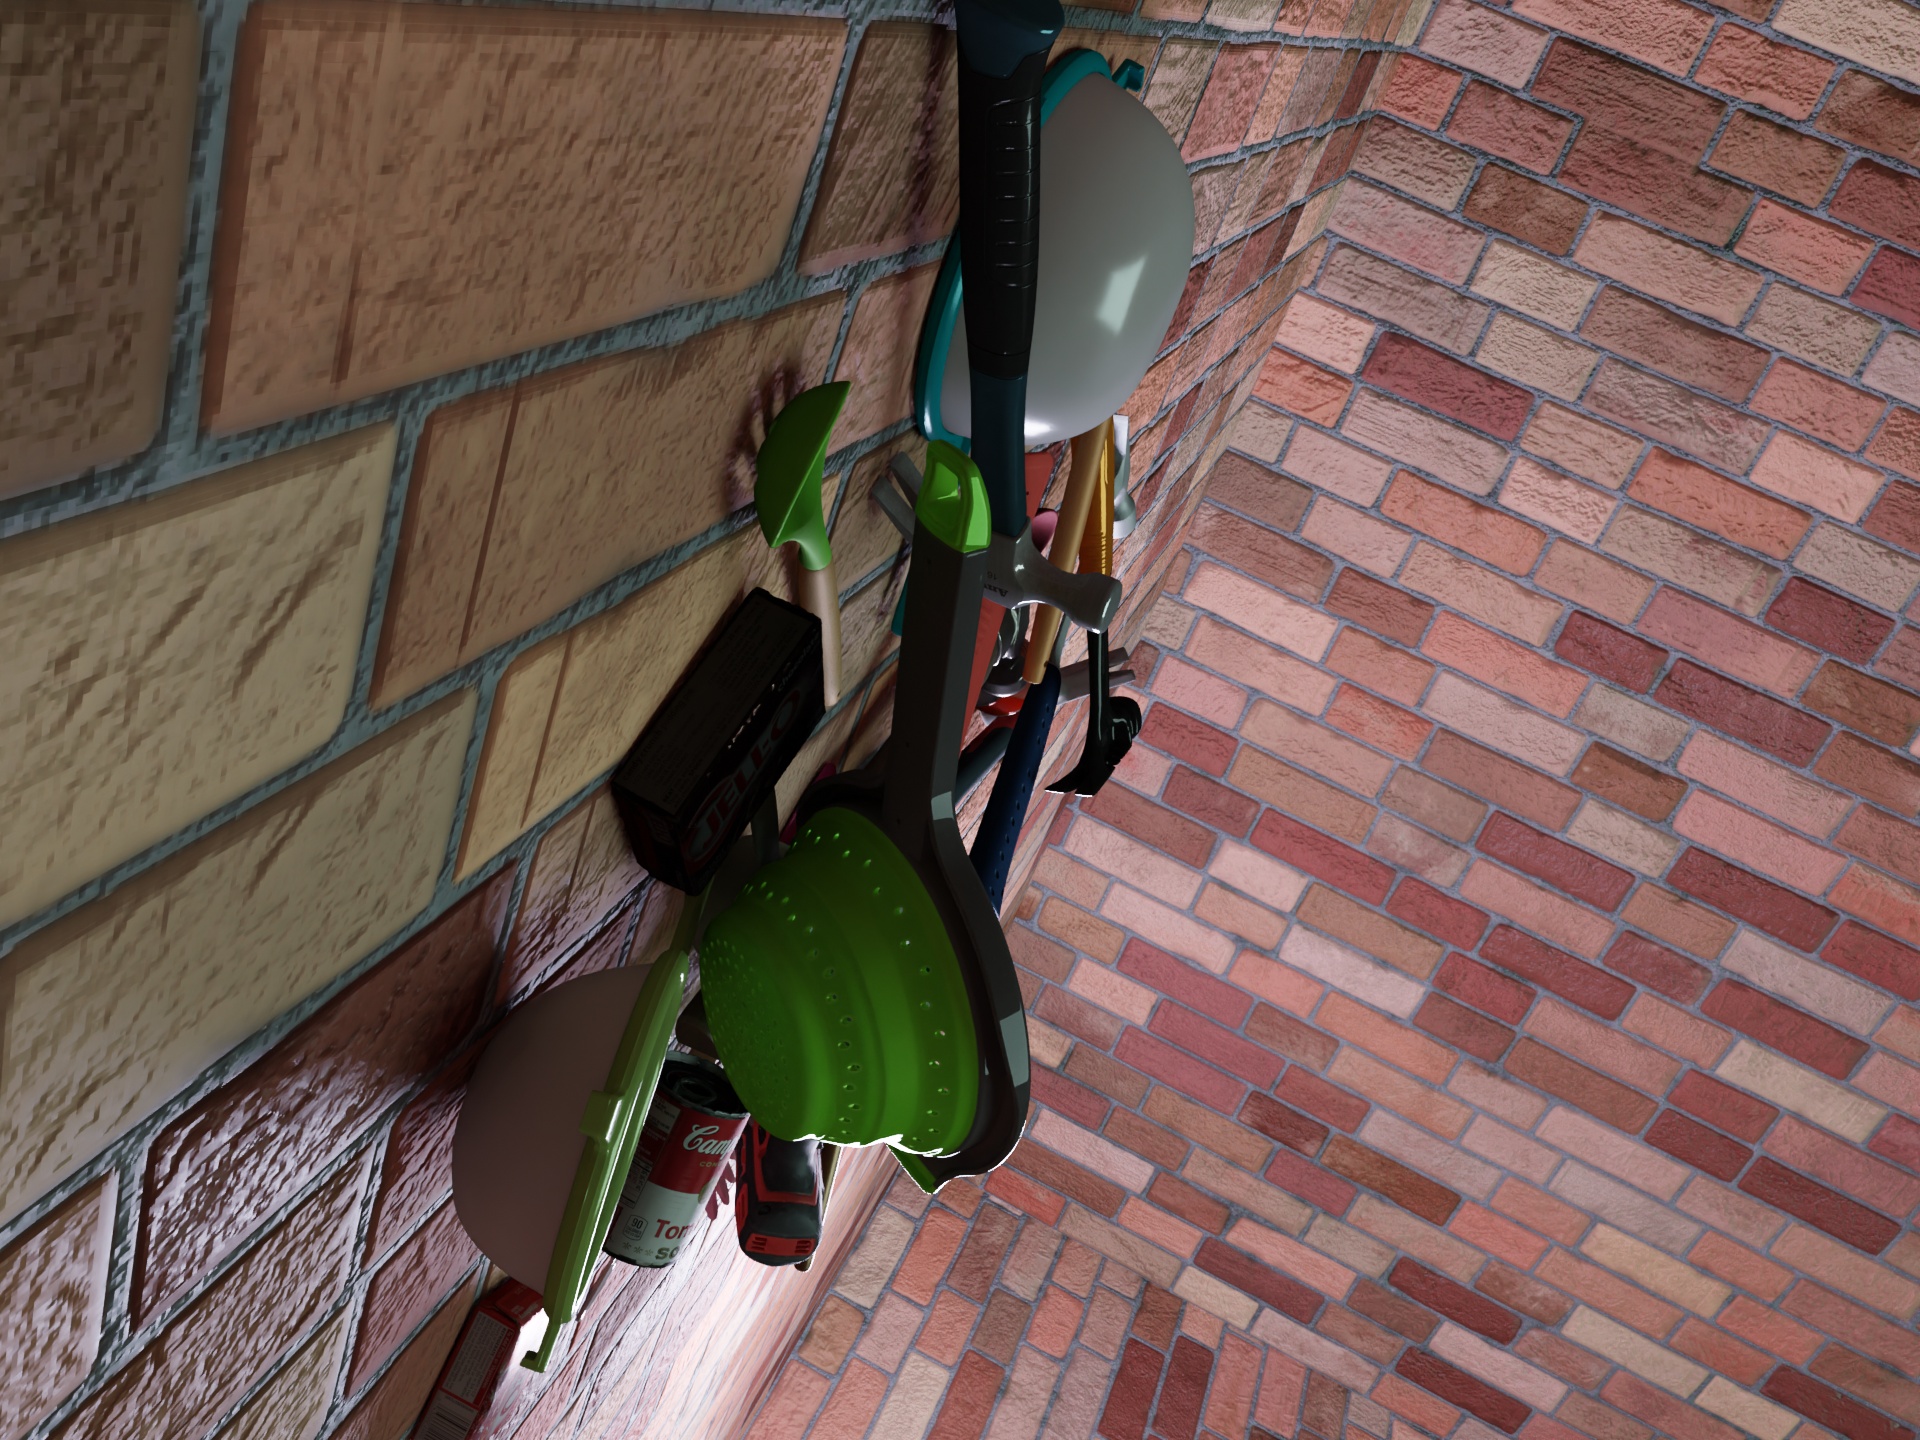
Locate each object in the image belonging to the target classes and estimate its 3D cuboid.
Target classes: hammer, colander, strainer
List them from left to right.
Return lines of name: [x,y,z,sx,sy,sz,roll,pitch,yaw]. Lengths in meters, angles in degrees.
strainer: [-0.159,0.130,0.683,0.257,0.069,0.151,-83,-169,-59]
colander: [-0.052,0.066,0.709,0.094,0.205,0.396,-16,131,-30]
hammer: [-0.055,0.038,0.998,0.411,0.038,0.146,-55,154,-39]
hammer: [-0.002,-0.003,0.988,0.149,0.037,0.359,35,66,-48]
hammer: [0.018,-0.169,0.701,0.330,0.128,0.033,89,27,-53]
hammer: [0.039,0.014,1.259,0.038,0.143,0.386,69,20,-8]
strainer: [0.046,-0.173,0.854,0.211,0.095,0.340,-51,163,-57]
hammer: [0.065,-0.046,1.132,0.144,0.035,0.406,79,26,-56]
hammer: [0.087,-0.116,1.058,0.127,0.034,0.336,-47,138,-56]

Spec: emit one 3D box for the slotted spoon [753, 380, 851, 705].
slotted spoon: [-0.067,-0.063,0.733,0.313,0.031,0.070,97,14,-71]

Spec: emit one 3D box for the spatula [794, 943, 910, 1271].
spatula: [-0.072,0.246,1.148,0.044,0.082,0.317,5,101,-57]

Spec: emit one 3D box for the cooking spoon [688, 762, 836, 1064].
cooking spoon: [-0.143,0.173,0.985,0.068,0.017,0.319,52,62,-81]

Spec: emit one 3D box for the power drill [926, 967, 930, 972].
power drill: [-0.046,0.202,1.270,0.190,0.080,0.229,-43,-173,26]

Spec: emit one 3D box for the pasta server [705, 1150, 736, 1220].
pasta server: [-0.130,0.227,0.966,0.316,0.060,0.040,-55,-145,42]

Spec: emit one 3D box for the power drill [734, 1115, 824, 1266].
power drill: [-0.108,0.231,1.084,0.188,0.080,0.226,-102,-155,-55]

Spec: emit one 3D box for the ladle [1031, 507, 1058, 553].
ladle: [-0.016,-0.020,1.171,0.315,0.031,0.069,-62,158,4]

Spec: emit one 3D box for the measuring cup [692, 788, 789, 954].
measuring cup: [-0.114,0.070,0.827,0.083,0.038,0.167,-57,163,-35]

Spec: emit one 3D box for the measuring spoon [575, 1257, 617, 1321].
measuring spoon: [-0.231,0.348,1.024,0.124,0.018,0.034,-61,174,30]

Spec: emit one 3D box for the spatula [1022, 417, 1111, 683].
spatula: [0.074,-0.178,0.975,0.081,0.041,0.322,-21,128,-61]
